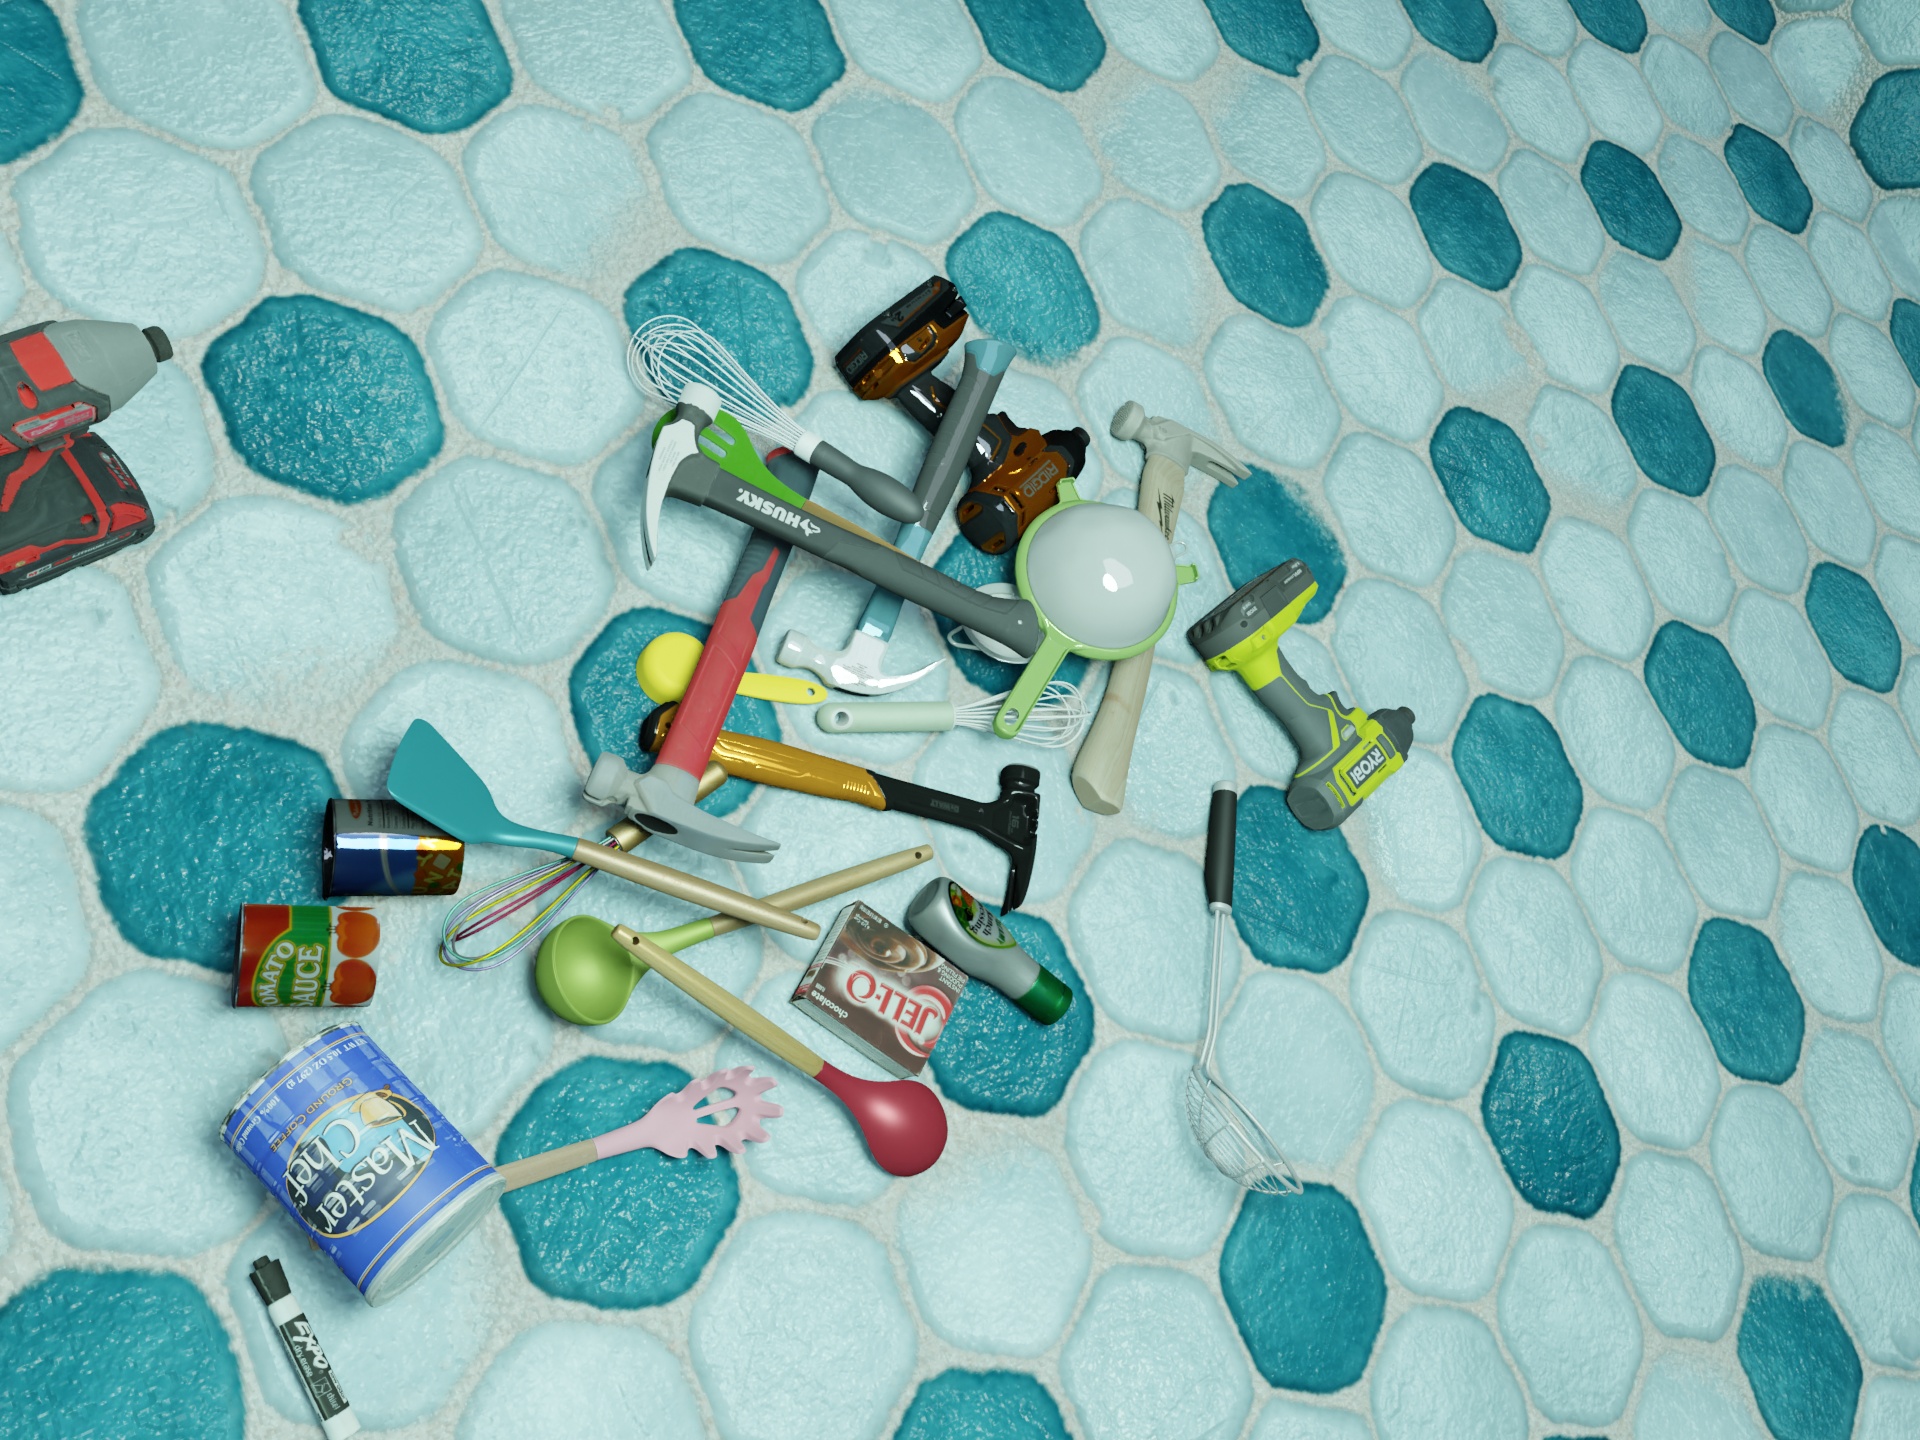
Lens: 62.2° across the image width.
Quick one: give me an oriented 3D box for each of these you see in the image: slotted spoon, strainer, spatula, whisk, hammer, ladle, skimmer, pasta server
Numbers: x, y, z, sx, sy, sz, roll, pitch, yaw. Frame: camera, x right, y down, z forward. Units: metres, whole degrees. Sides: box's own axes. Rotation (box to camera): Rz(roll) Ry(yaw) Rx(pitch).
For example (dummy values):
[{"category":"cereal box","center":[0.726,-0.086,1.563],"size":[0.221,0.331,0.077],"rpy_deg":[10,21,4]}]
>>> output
[{"category":"slotted spoon","center":[-0.103,-0.159,1.272],"size":[0.313,0.031,0.070],"rpy_deg":[30,78,-10]},{"category":"strainer","center":[0.102,-0.092,1.332],"size":[0.151,0.069,0.256],"rpy_deg":[35,63,-4]},{"category":"spatula","center":[-0.239,0.091,1.102],"size":[0.317,0.044,0.082],"rpy_deg":[22,32,-16]},{"category":"whisk","center":[-0.150,-0.238,1.292],"size":[0.284,0.070,0.070],"rpy_deg":[33,58,6]},{"category":"hammer","center":[-0.032,-0.173,1.323],"size":[0.128,0.033,0.331],"rpy_deg":[25,79,-14]},{"category":"ladle","center":[-0.155,0.142,1.163],"size":[0.320,0.062,0.078],"rpy_deg":[-17,87,-27]},{"category":"strainer","center":[0.097,-0.106,1.394],"size":[0.258,0.050,0.087],"rpy_deg":[-25,66,-21]},{"category":"skimmer","center":[0.244,0.214,1.342],"size":[0.127,0.090,0.364],"rpy_deg":[41,48,-47]},{"category":"hammer","center":[-0.089,-0.127,1.238],"size":[0.334,0.035,0.146],"rpy_deg":[24,71,-14]},{"category":"whisk","center":[-0.268,0.098,1.137],"size":[0.245,0.047,0.051],"rpy_deg":[-37,100,-29]},{"category":"hammer","center":[-0.090,0.057,1.260],"size":[0.336,0.034,0.127],"rpy_deg":[17,63,-21]},{"category":"hammer","center":[-0.158,-0.070,1.234],"size":[0.143,0.038,0.387],"rpy_deg":[24,53,-10]},{"category":"whisk","center":[-0.002,-0.004,1.325],"size":[0.246,0.059,0.058],"rpy_deg":[-1,97,-23]},{"category":"hammer","center":[0.175,-0.100,1.460],"size":[0.146,0.038,0.411],"rpy_deg":[24,62,-19]},{"category":"pasta server","center":[-0.271,0.298,1.070],"size":[0.316,0.040,0.060],"rpy_deg":[-12,88,-30]},{"category":"ladle","center":[-0.122,0.235,1.142],"size":[0.315,0.031,0.069],"rpy_deg":[39,63,-21]}]

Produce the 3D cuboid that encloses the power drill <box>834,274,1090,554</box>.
[{"category":"power drill","center":[0.014,-0.278,1.419],"size":[0.226,0.084,0.164],"rpy_deg":[50,56,-7]}]

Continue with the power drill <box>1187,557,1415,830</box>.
[{"category":"power drill","center":[0.329,-0.031,1.492],"size":[0.171,0.080,0.223],"rpy_deg":[-37,94,-33]}]

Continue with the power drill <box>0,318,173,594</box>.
[{"category":"power drill","center":[-0.564,-0.171,0.988],"size":[0.143,0.219,0.078],"rpy_deg":[-34,89,-33]}]

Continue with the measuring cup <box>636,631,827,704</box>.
[{"category":"measuring cup","center":[-0.175,-0.035,1.252],"size":[0.156,0.029,0.062],"rpy_deg":[8,68,-22]}]
